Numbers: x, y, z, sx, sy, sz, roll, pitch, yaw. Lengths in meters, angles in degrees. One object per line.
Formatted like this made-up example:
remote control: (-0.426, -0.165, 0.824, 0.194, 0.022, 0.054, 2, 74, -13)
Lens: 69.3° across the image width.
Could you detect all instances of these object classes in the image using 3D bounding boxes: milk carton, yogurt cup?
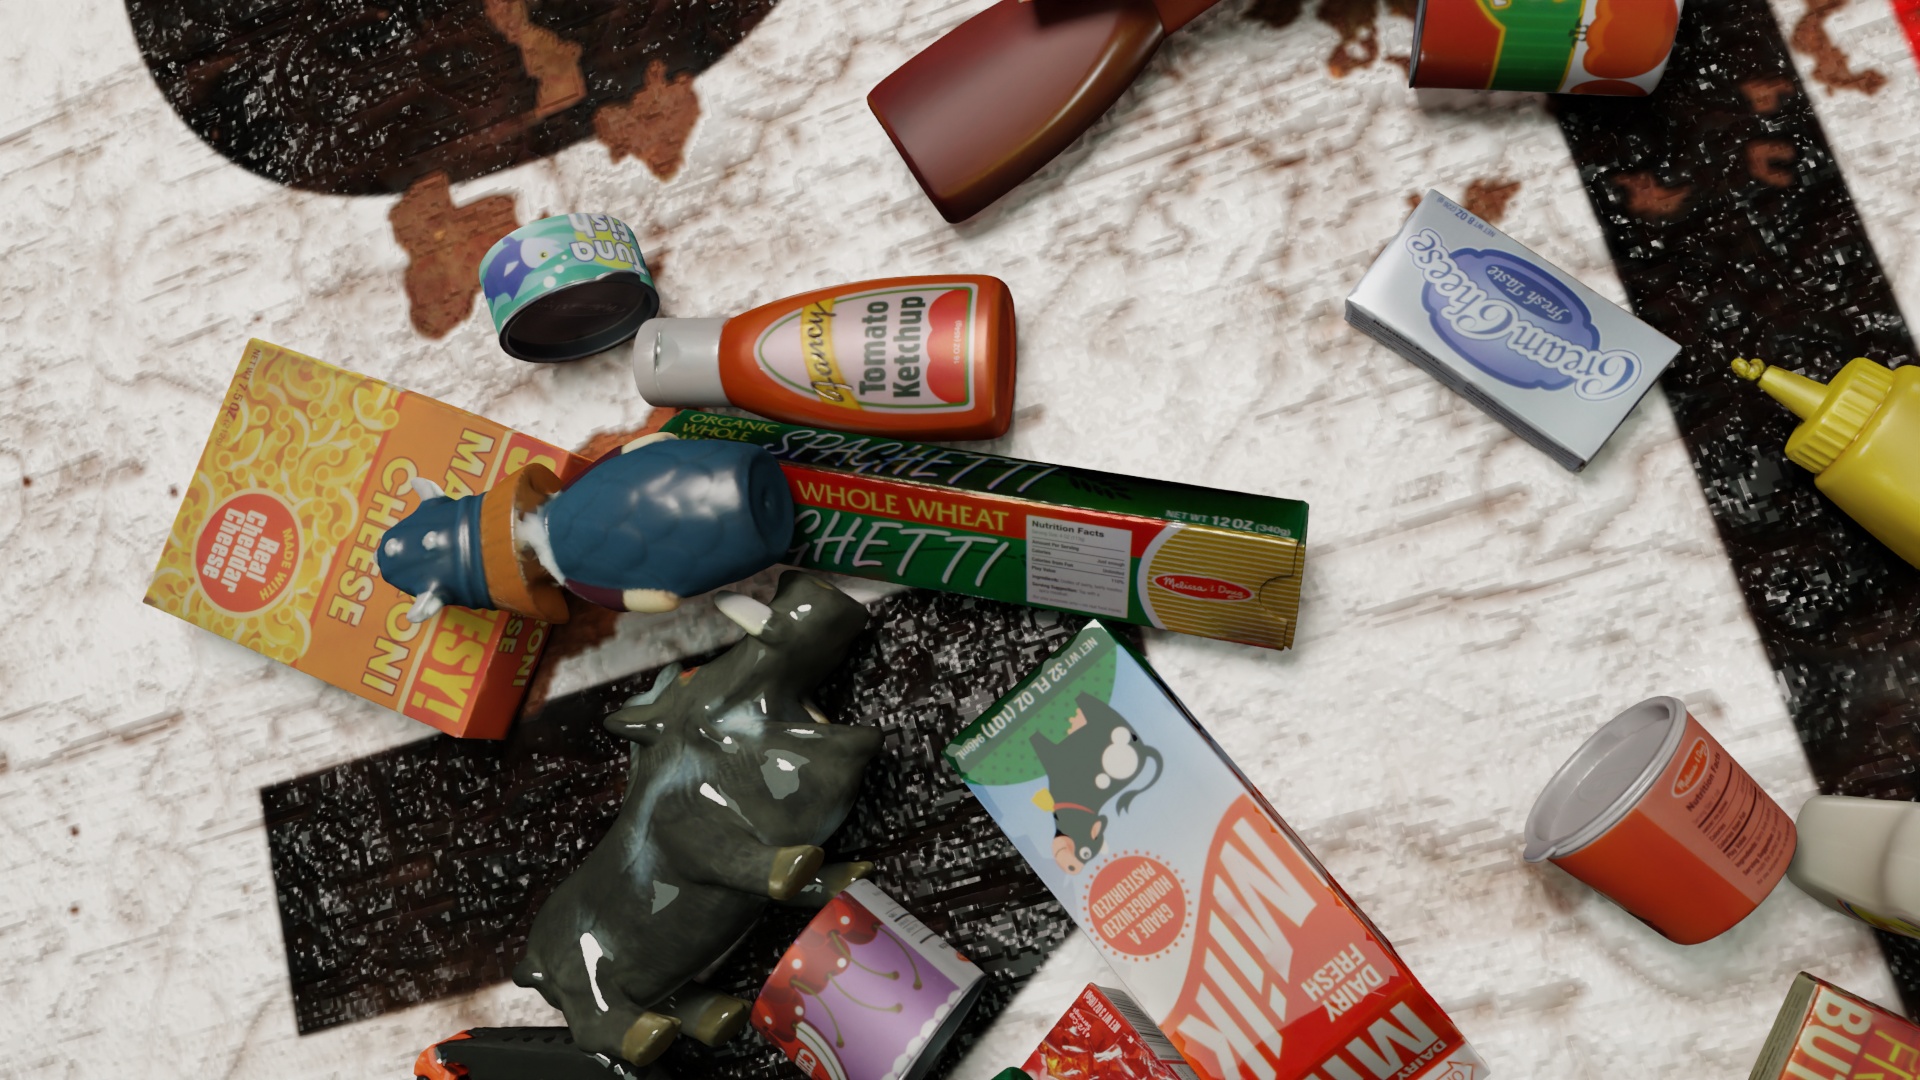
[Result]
milk carton: (0.086, 0.122, 0.472, 0.072, 0.073, 0.191, -41, 75, 5)
yogurt cup: (0.227, 0.092, 0.449, 0.054, 0.072, 0.072, 41, 93, 7)

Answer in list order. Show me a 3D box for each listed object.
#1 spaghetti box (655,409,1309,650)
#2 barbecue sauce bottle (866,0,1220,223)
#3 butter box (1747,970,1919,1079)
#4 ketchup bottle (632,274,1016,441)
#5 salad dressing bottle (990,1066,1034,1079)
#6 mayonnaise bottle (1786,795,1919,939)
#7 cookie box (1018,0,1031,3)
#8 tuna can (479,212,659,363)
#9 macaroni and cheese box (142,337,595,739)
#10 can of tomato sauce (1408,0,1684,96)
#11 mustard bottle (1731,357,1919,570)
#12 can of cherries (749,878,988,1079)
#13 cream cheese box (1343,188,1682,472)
spaghetti box: (0.002, -0.007, 0.522, 0.250, 0.029, 0.050, 9, 127, 15)
barbecue sauce bottle: (0.039, -0.191, 0.546, 0.148, 0.043, 0.065, -34, 76, 6)
butter box: (0.275, 0.196, 0.442, 0.053, 0.024, 0.103, 25, 88, 16)
ketchup bottle: (-0.054, -0.071, 0.550, 0.149, 0.043, 0.065, 1, 82, 14)
salad dressing bottle: (-0.029, 0.235, 0.464, 0.147, 0.044, 0.064, -39, 82, 5)
mayonnaise bottle: (0.288, 0.098, 0.389, 0.065, 0.148, 0.041, 18, 87, 15)
cookie box: (0.095, -0.268, 0.517, 0.167, 0.040, 0.123, -10, 49, 12)
tuna can: (-0.158, -0.103, 0.565, 0.071, 0.071, 0.033, -25, 77, 9)
macaroni and cheese box: (-0.245, -0.002, 0.586, 0.166, 0.040, 0.123, 19, 86, 16)
can of tomato sauce: (0.206, -0.194, 0.493, 0.083, 0.071, 0.071, 7, 84, 14)
mustard bottle: (0.326, -0.019, 0.449, 0.160, 0.049, 0.065, 35, 91, 16)
can of cherries: (-0.034, 0.167, 0.496, 0.058, 0.071, 0.071, 35, 91, 16)
cream cheese box: (0.196, -0.076, 0.501, 0.104, 0.024, 0.053, 38, 93, 16)
